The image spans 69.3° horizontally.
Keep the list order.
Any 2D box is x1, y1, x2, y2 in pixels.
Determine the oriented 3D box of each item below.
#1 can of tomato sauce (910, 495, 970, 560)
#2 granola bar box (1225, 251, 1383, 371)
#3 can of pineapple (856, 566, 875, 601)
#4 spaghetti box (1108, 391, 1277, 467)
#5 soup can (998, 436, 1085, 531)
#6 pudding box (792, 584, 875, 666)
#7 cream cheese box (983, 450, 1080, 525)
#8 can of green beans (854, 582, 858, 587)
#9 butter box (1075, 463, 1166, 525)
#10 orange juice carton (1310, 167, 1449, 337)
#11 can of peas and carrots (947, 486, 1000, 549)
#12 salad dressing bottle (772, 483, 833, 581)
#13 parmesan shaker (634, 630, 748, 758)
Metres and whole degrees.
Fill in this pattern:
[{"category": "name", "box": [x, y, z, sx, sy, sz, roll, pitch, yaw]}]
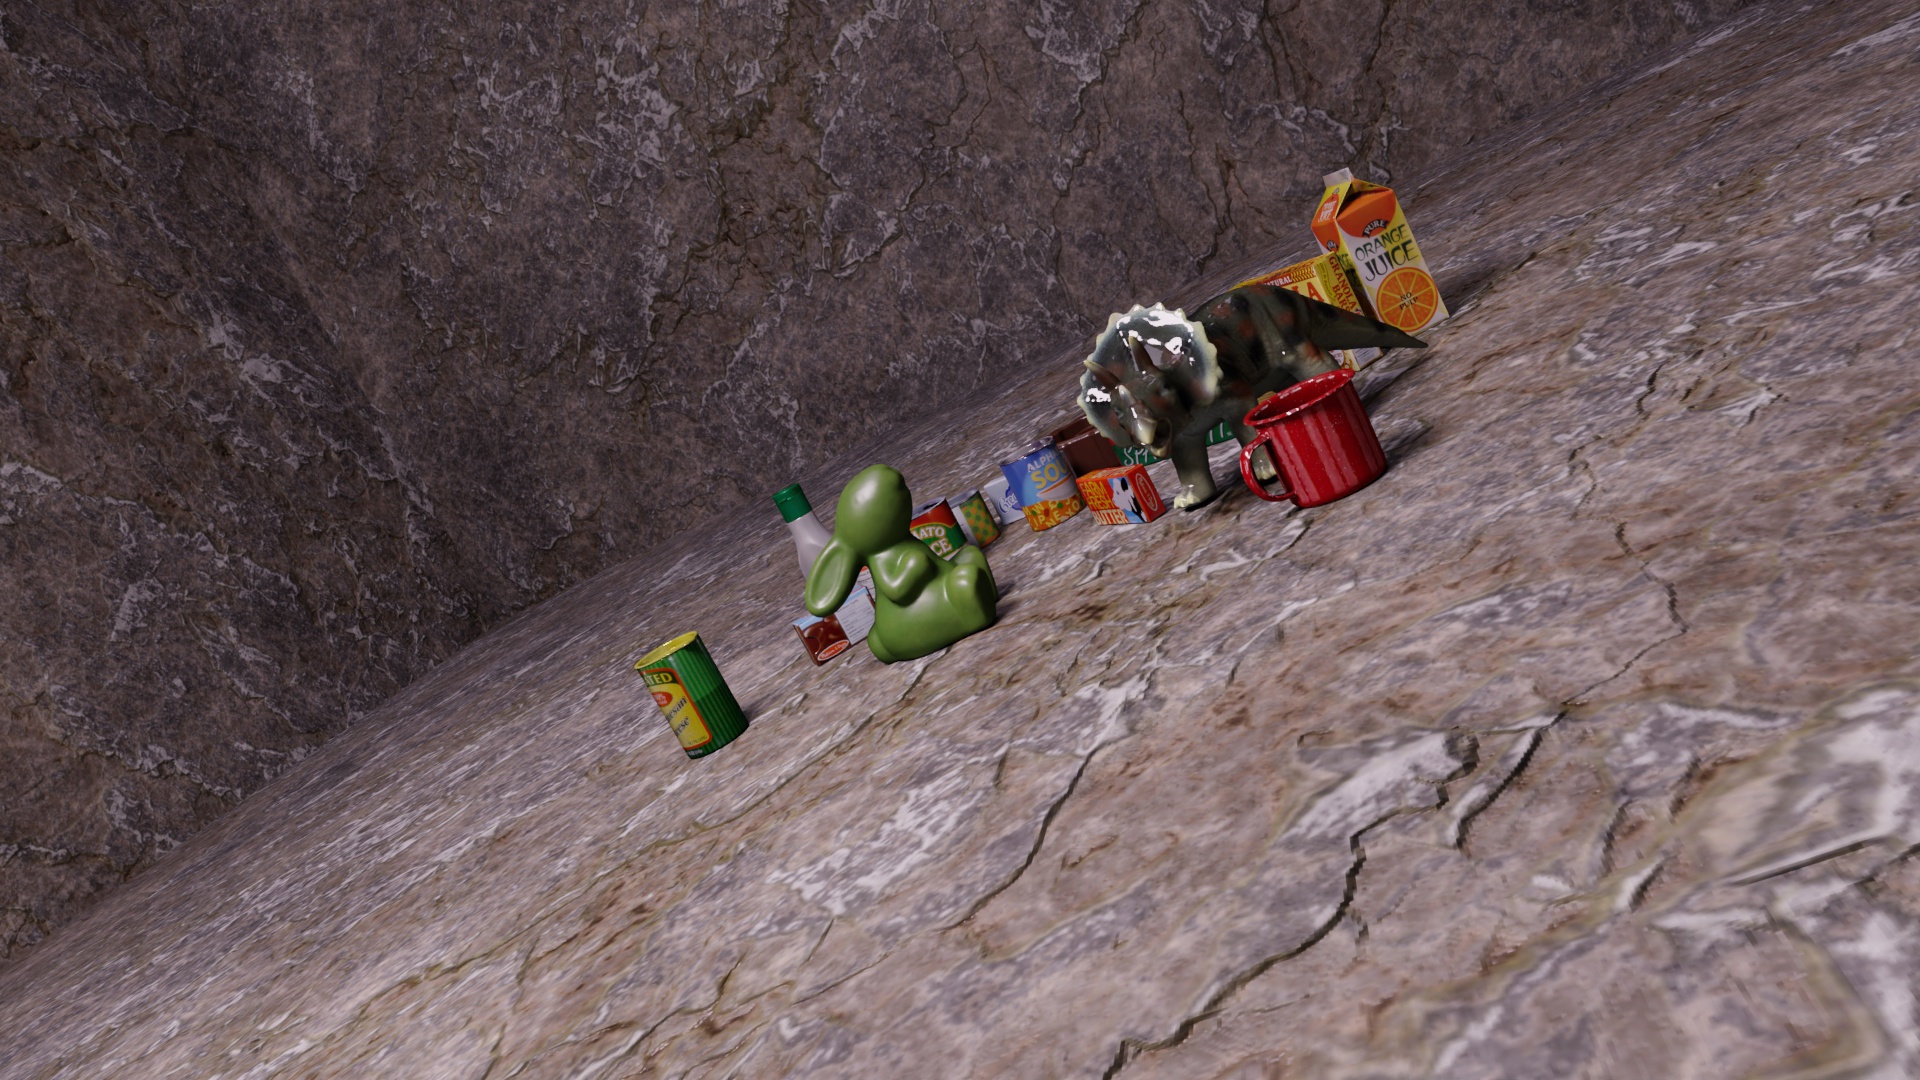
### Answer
[{"category": "can of tomato sauce", "box": [-0.027, 0.005, 1.476, 0.071, 0.083, 0.071, -27, 10, 5]}, {"category": "granola bar box", "box": [0.373, -0.238, 1.519, 0.039, 0.124, 0.165, -32, 11, -20]}, {"category": "can of pineapple", "box": [-0.084, 0.034, 1.550, 0.071, 0.057, 0.071, -27, 10, 5]}, {"category": "spaghetti box", "box": [0.260, -0.127, 1.474, 0.249, 0.050, 0.029, -17, 15, 47]}, {"category": "soup can", "box": [0.090, -0.061, 1.496, 0.071, 0.083, 0.071, -27, 10, 5]}, {"category": "pudding box", "box": [-0.124, 0.086, 1.423, 0.084, 0.049, 0.030, -31, 10, -17]}, {"category": "cream cheese box", "box": [0.083, -0.059, 1.590, 0.103, 0.053, 0.024, -22, 12, 30]}, {"category": "can of green beans", "box": [-0.121, 0.041, 1.612, 0.071, 0.057, 0.071, -27, 10, 5]}, {"category": "butter box", "box": [0.153, -0.043, 1.332, 0.024, 0.053, 0.103, -32, 11, -20]}, {"category": "orange juice carton", "box": [0.442, -0.309, 1.494, 0.073, 0.192, 0.072, -28, 10, -2]}, {"category": "can of peas and carrots", "box": [0.006, -0.020, 1.581, 0.071, 0.058, 0.071, -27, 10, 5]}, {"category": "salad dressing bottle", "box": [-0.180, 0.001, 1.704, 0.064, 0.147, 0.044, -24, 11, 24]}, {"category": "parmesan shaker", "box": [-0.251, 0.146, 1.310, 0.071, 0.103, 0.071, -27, 10, 5]}]
